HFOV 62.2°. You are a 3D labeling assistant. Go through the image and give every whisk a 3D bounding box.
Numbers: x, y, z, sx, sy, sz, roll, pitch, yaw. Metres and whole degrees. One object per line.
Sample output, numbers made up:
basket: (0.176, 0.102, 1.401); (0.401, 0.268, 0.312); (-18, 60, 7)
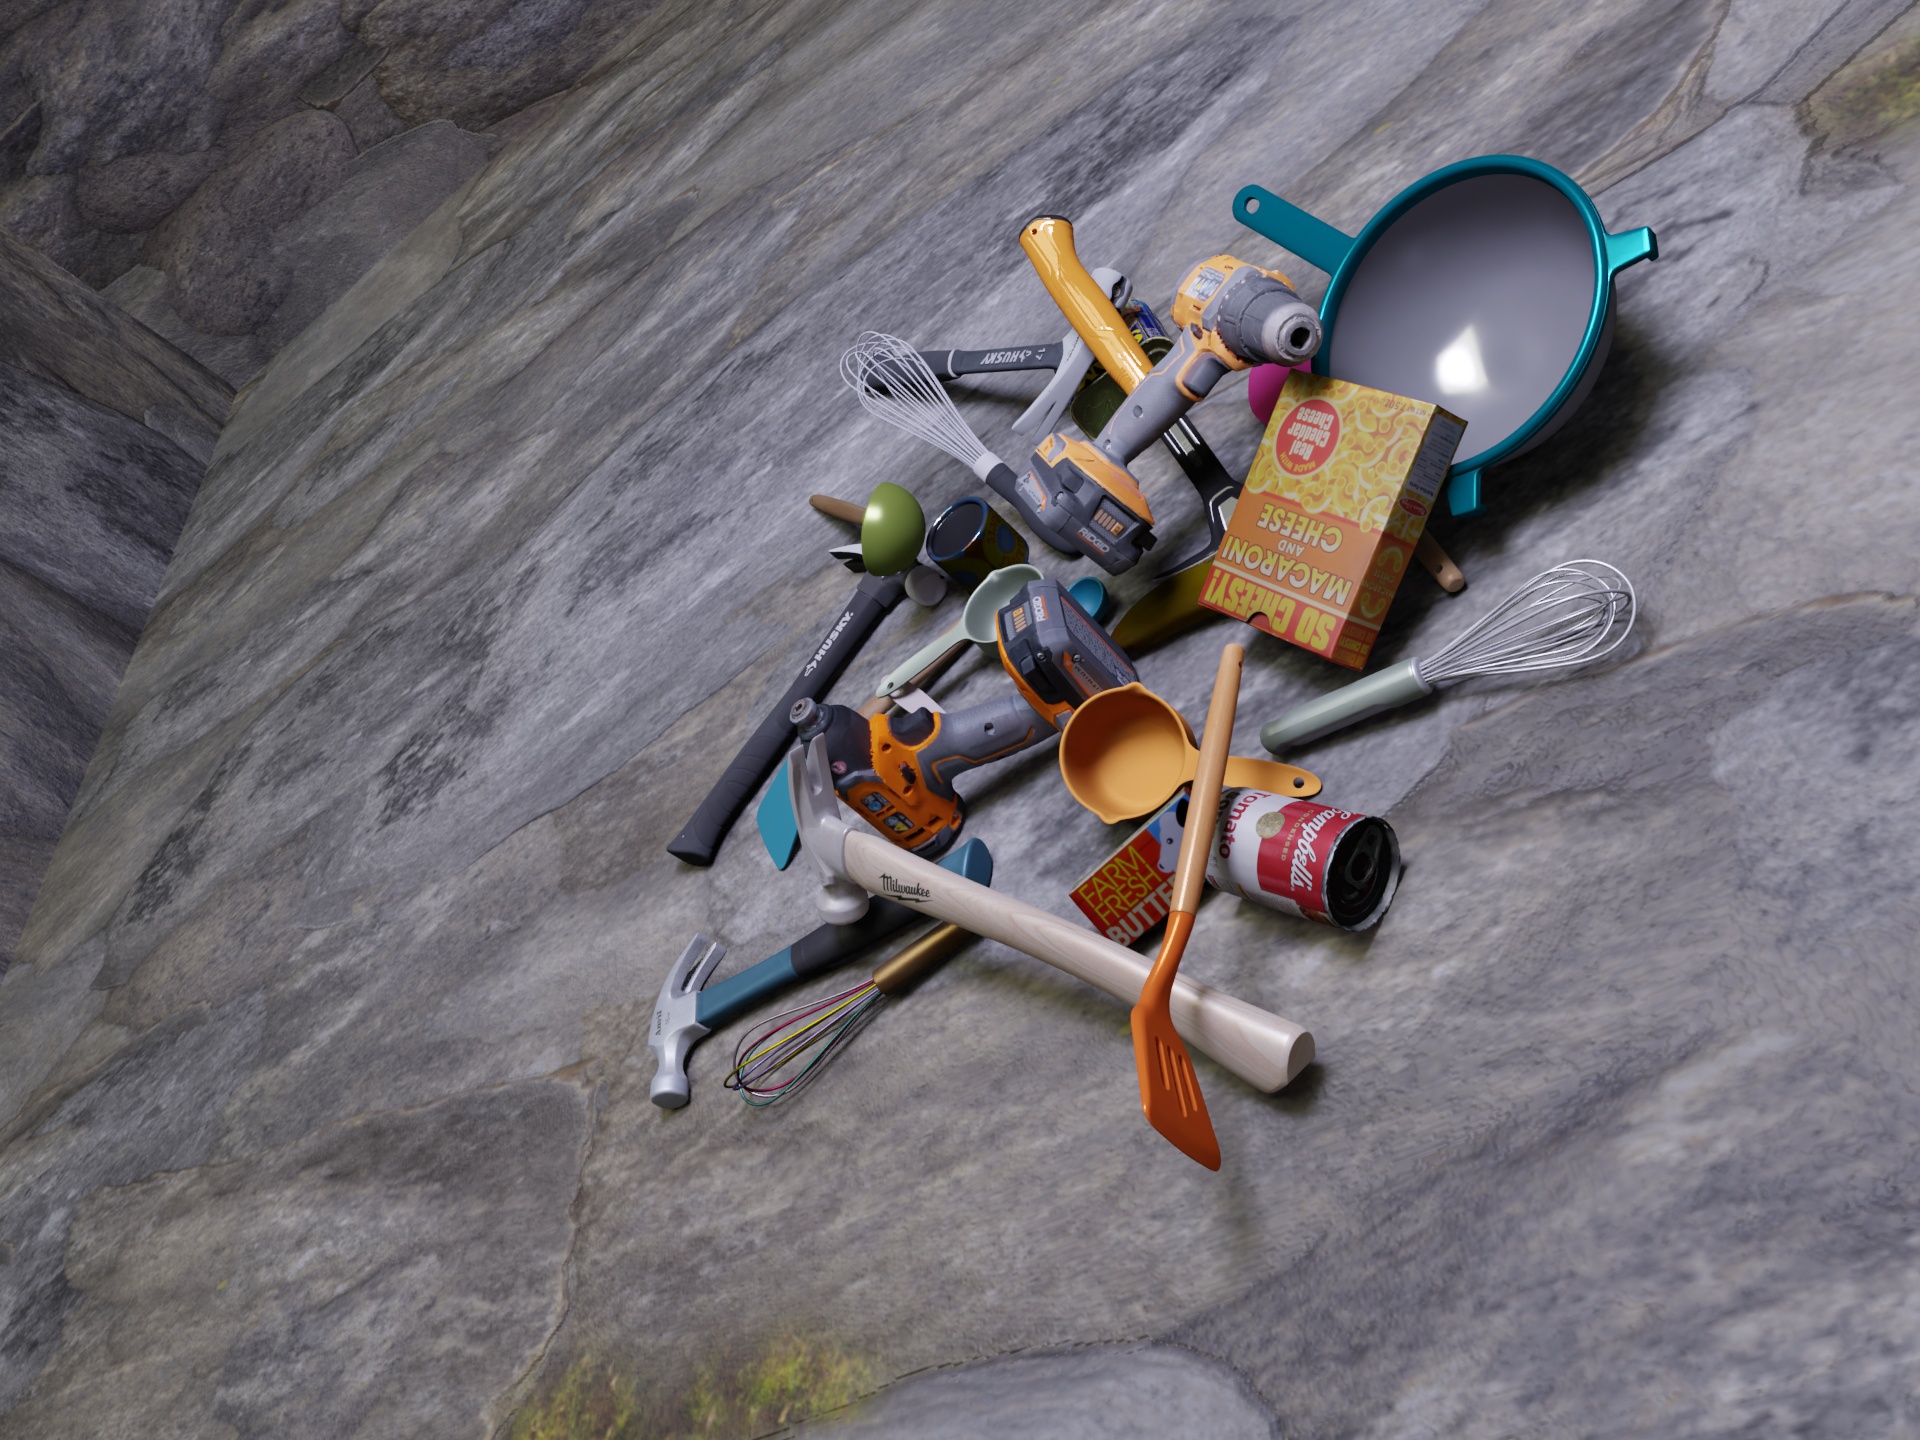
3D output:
whisk: (0.287, -0.030, 0.963); (0.246, 0.057, 0.059); (-26, 73, 35)
whisk: (-0.075, 0.202, 1.143); (0.245, 0.047, 0.051); (-37, 39, 13)
whisk: (0.001, -0.228, 1.318); (0.070, 0.070, 0.285); (-47, 68, 6)

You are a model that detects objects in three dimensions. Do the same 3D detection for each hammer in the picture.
hammer: (0.004, -0.318, 1.438); (0.409, 0.036, 0.149); (17, 80, 60)
hammer: (-0.112, 0.178, 1.208); (0.331, 0.033, 0.128); (-30, 43, 25)
hammer: (0.127, -0.258, 1.212); (0.127, 0.034, 0.337); (-38, 64, 19)
hammer: (0.039, 0.125, 1.007); (0.411, 0.146, 0.038); (19, 40, 40)
hammer: (-0.150, -0.014, 1.399); (0.335, 0.035, 0.146); (-54, 38, -3)

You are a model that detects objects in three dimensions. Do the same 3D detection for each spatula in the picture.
spatula: (-0.058, -0.010, 1.315); (0.317, 0.044, 0.082); (-42, 38, 5)
spatula: (0.278, -0.298, 1.209); (0.060, 0.018, 0.316); (-43, 40, 7)
spatula: (0.139, 0.090, 0.906); (0.041, 0.080, 0.323); (-9, 52, 37)

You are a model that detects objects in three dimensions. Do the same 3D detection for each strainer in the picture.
strainer: (0.310, -0.282, 1.074); (0.211, 0.095, 0.341); (-60, 42, 20)

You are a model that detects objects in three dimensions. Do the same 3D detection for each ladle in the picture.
ladle: (-0.101, -0.184, 1.423); (0.320, 0.062, 0.078); (-148, 61, -66)

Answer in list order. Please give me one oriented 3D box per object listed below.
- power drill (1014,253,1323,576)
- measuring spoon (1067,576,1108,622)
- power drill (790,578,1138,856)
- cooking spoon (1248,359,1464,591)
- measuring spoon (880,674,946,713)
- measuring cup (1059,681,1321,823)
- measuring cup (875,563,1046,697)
power drill: (0.146, -0.210, 1.082); (0.226, 0.084, 0.185); (-51, 22, 11)
measuring spoon: (0.079, -0.049, 1.215); (0.042, 0.021, 0.128); (25, 88, 51)
power drill: (-0.002, -0.004, 1.138); (0.226, 0.164, 0.084); (-32, 39, 21)
cooking spoon: (0.275, -0.185, 1.121); (0.068, 0.017, 0.319); (-48, 36, 23)
measuring spoon: (-0.024, -0.004, 1.261); (0.034, 0.018, 0.124); (-43, 47, -11)
measuring cup: (0.154, 0.031, 1.050); (0.174, 0.052, 0.095); (10, 85, 21)
measuring cup: (0.007, -0.058, 1.265); (0.167, 0.038, 0.083); (-34, 41, 16)
